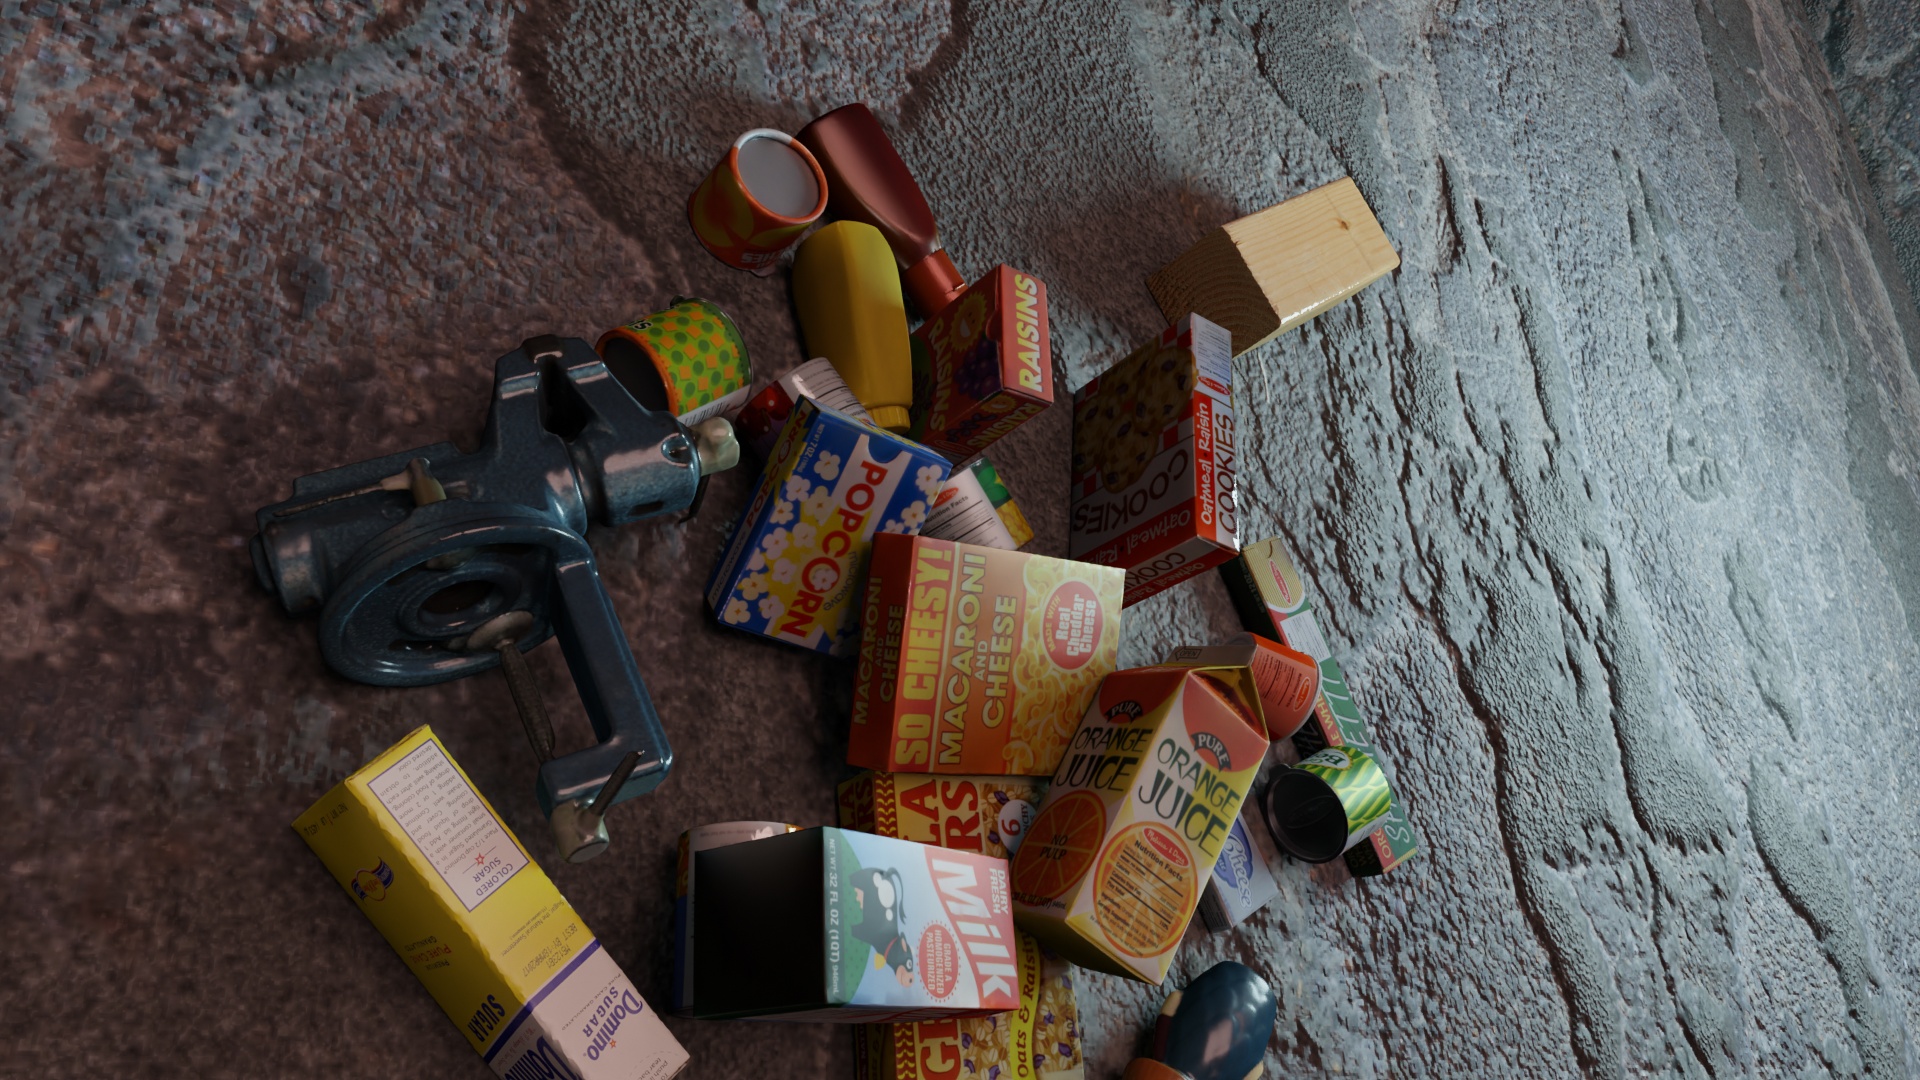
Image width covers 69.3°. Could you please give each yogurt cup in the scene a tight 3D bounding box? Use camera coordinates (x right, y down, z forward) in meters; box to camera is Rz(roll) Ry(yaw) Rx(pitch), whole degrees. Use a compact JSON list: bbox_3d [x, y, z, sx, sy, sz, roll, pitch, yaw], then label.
[{"bbox_3d":[0.206,0.098,0.953,0.054,0.072,0.073,29,54,-15],"label":"yogurt cup"}]

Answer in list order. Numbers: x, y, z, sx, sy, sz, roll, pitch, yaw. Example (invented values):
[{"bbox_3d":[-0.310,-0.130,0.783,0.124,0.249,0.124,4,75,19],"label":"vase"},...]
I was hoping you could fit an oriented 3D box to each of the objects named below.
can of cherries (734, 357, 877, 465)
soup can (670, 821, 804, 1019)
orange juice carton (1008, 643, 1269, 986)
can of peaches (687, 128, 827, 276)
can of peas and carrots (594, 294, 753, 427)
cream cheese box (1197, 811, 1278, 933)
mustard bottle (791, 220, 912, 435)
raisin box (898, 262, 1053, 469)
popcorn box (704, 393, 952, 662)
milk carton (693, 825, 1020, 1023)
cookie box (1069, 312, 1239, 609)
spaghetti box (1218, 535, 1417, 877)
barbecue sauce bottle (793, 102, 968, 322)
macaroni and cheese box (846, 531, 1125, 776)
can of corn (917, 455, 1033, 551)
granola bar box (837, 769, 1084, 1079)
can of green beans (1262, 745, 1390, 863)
[{"bbox_3d":[-0.088,-0.061,0.793,0.058,0.071,0.072,52,47,2],"label":"can of cherries"},{"bbox_3d":[-0.104,0.184,0.668,0.071,0.071,0.084,14,61,-33],"label":"soup can"},{"bbox_3d":[0.103,0.136,0.762,0.073,0.071,0.193,40,64,-21],"label":"orange juice carton"},{"bbox_3d":[-0.121,-0.204,0.840,0.071,0.058,0.071,17,59,-32],"label":"can of peaches"},{"bbox_3d":[-0.157,-0.094,0.754,0.059,0.070,0.071,-33,92,-42],"label":"can of peas and carrots"},{"bbox_3d":[0.162,0.194,0.898,0.053,0.024,0.104,-21,83,-43],"label":"cream cheese box"},{"bbox_3d":[-0.060,-0.111,0.844,0.049,0.065,0.160,-4,78,-44],"label":"mustard bottle"},{"bbox_3d":[0.002,-0.100,0.844,0.040,0.123,0.086,16,61,-33],"label":"raisin box"},{"bbox_3d":[-0.072,-0.005,0.748,0.085,0.038,0.126,21,102,-29],"label":"popcorn box"},{"bbox_3d":[-0.032,0.182,0.642,0.190,0.073,0.072,28,51,-52],"label":"milk carton"},{"bbox_3d":[0.126,-0.048,0.918,0.040,0.122,0.168,21,58,-29],"label":"cookie box"},{"bbox_3d":[0.258,0.119,1.007,0.050,0.028,0.250,-15,79,-42],"label":"spaghetti box"},{"bbox_3d":[-0.047,-0.212,0.913,0.065,0.043,0.148,-38,95,-42],"label":"barbecue sauce bottle"},{"bbox_3d":[0.017,0.066,0.766,0.166,0.040,0.123,10,85,-43],"label":"macaroni and cheese box"},{"bbox_3d":[0.003,-0.011,0.843,0.071,0.071,0.058,-32,92,-43],"label":"can of corn"},{"bbox_3d":[-0.001,0.211,0.752,0.124,0.039,0.166,10,64,-36],"label":"granola bar box"},{"bbox_3d":[0.250,0.179,0.947,0.058,0.071,0.071,-15,79,-42],"label":"can of green beans"}]
